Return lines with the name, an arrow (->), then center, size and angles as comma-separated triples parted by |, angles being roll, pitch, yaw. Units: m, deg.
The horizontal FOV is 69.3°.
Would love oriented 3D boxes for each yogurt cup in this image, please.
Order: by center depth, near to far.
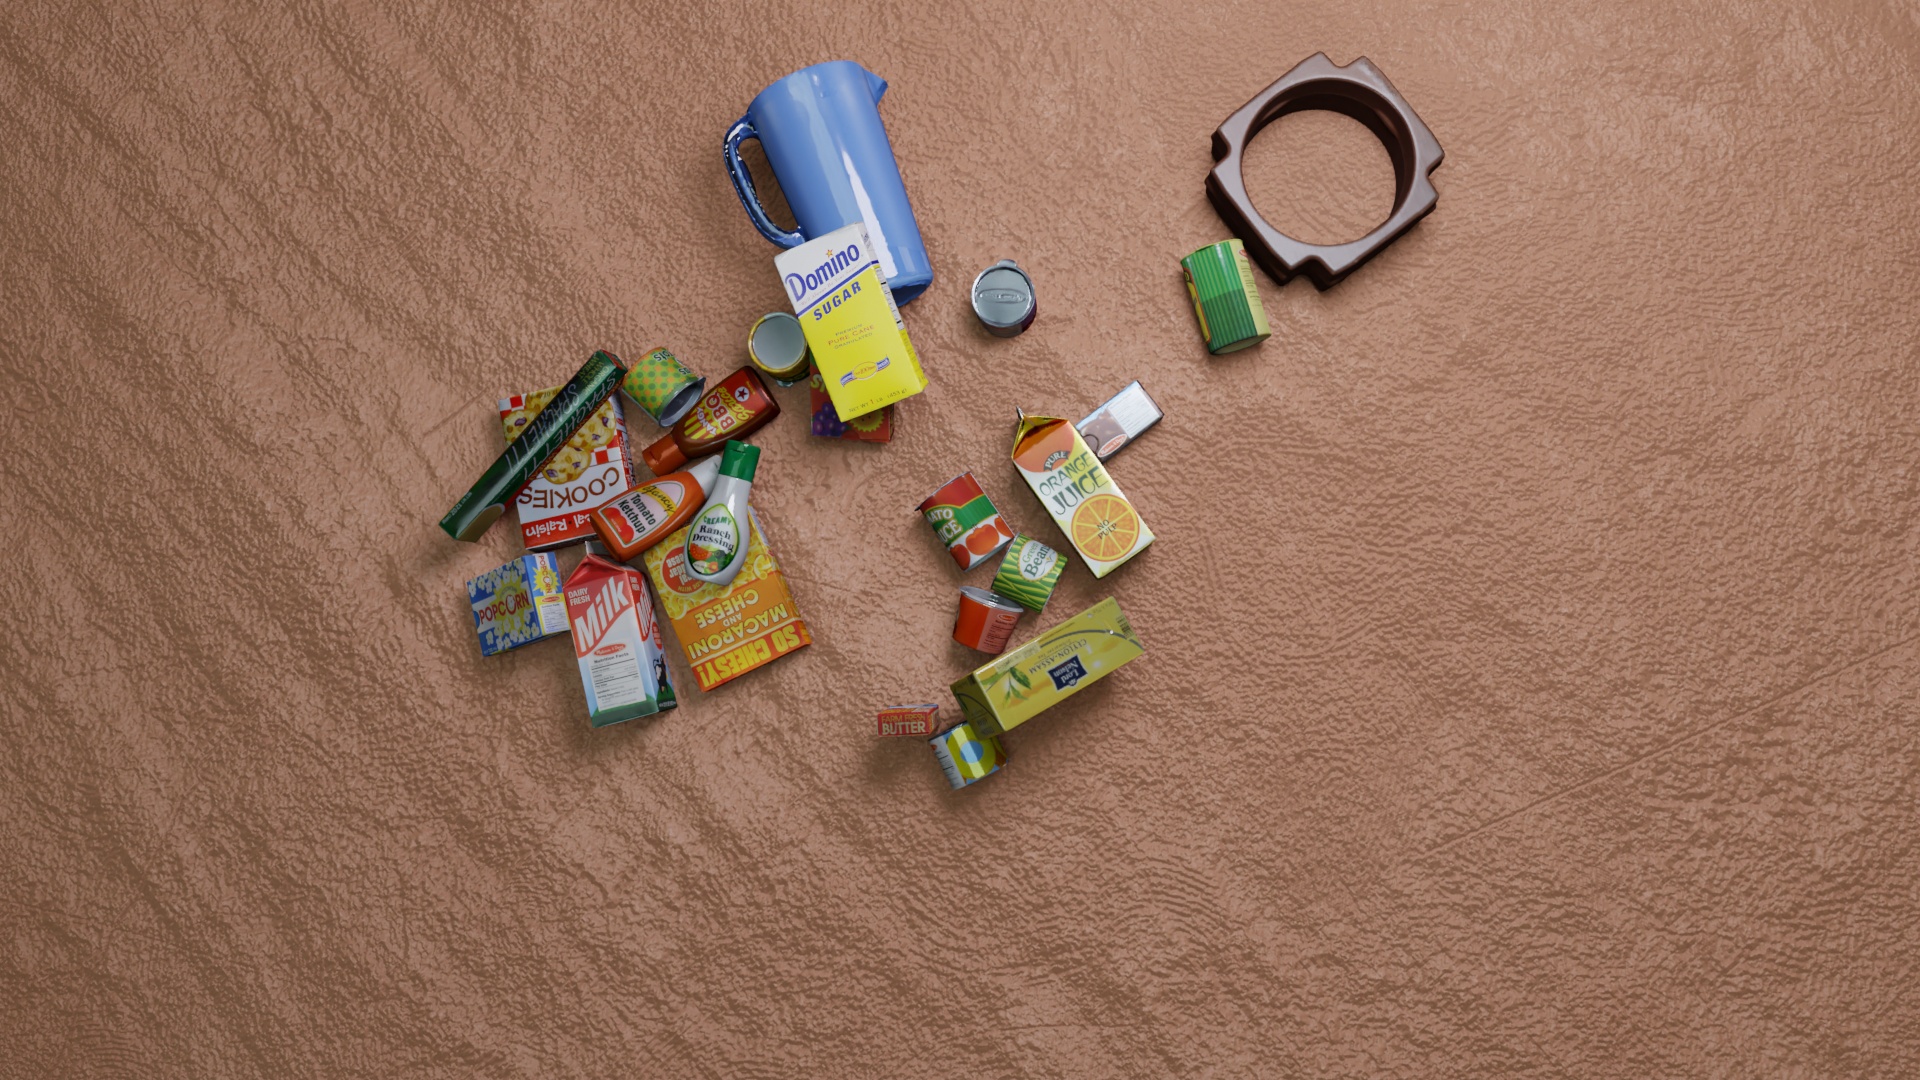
yogurt cup -> 0.025, 0.083, 1.428 | 0.072, 0.072, 0.054 | 19, 97, 6

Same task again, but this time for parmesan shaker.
parmesan shaker -> 0.271, -0.248, 1.424 | 0.071, 0.071, 0.103 | -17, 85, 4

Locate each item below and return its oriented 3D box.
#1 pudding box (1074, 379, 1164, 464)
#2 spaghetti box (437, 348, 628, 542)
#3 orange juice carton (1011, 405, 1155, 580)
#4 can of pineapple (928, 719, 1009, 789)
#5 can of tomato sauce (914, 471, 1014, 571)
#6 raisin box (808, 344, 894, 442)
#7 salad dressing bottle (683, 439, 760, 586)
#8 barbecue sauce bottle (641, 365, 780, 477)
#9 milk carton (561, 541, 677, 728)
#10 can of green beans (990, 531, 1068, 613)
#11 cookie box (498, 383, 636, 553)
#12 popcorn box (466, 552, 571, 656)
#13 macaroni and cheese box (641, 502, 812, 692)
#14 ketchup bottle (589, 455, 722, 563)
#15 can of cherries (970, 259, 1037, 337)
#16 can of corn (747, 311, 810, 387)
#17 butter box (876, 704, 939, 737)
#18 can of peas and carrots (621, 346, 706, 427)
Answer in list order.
pudding box -> 0.164, -0.123, 1.445 | 0.083, 0.030, 0.049 | -37, 85, 2
spaghetti box -> -0.442, -0.098, 1.447 | 0.029, 0.050, 0.250 | 43, 90, 6
orange juice carton -> 0.114, -0.056, 1.424 | 0.073, 0.072, 0.193 | -36, 84, 2
can of pineapple -> 0.010, 0.214, 1.419 | 0.071, 0.071, 0.058 | -27, 85, 3
can of tomato sauce -> 0.005, -0.018, 1.433 | 0.071, 0.071, 0.083 | -35, 85, 2
raisin box -> -0.111, -0.167, 1.442 | 0.086, 0.040, 0.122 | 4, 117, 5
salad dressing bottle -> -0.242, -0.029, 1.429 | 0.064, 0.044, 0.147 | 14, 85, 7
barbecue sauce bottle -> -0.268, -0.121, 1.477 | 0.148, 0.043, 0.065 | -34, 77, 3
milk carton -> -0.361, 0.094, 1.457 | 0.073, 0.072, 0.190 | -14, 86, 3
can of green beans -> 0.071, 0.034, 1.425 | 0.058, 0.071, 0.071 | 27, 89, 6
cookie box -> -0.417, -0.081, 1.490 | 0.123, 0.040, 0.167 | -13, 84, 4
popcorn box -> -0.462, 0.068, 1.451 | 0.126, 0.038, 0.085 | -19, 84, 42
macaroni and cheese box -> -0.246, 0.059, 1.465 | 0.124, 0.040, 0.166 | -25, 84, 3
ketchup bottle -> -0.308, -0.038, 1.450 | 0.149, 0.043, 0.065 | -33, 79, -23
can of cherries -> 0.047, -0.252, 1.451 | 0.071, 0.058, 0.071 | 0, 86, 6
can of corn -> -0.187, -0.201, 1.468 | 0.071, 0.058, 0.071 | 0, 86, 5
butter box -> -0.052, 0.182, 1.407 | 0.053, 0.103, 0.024 | -3, 87, 4
can of peas and carrots -> -0.314, -0.165, 1.473 | 0.059, 0.071, 0.071 | 42, 91, 7
